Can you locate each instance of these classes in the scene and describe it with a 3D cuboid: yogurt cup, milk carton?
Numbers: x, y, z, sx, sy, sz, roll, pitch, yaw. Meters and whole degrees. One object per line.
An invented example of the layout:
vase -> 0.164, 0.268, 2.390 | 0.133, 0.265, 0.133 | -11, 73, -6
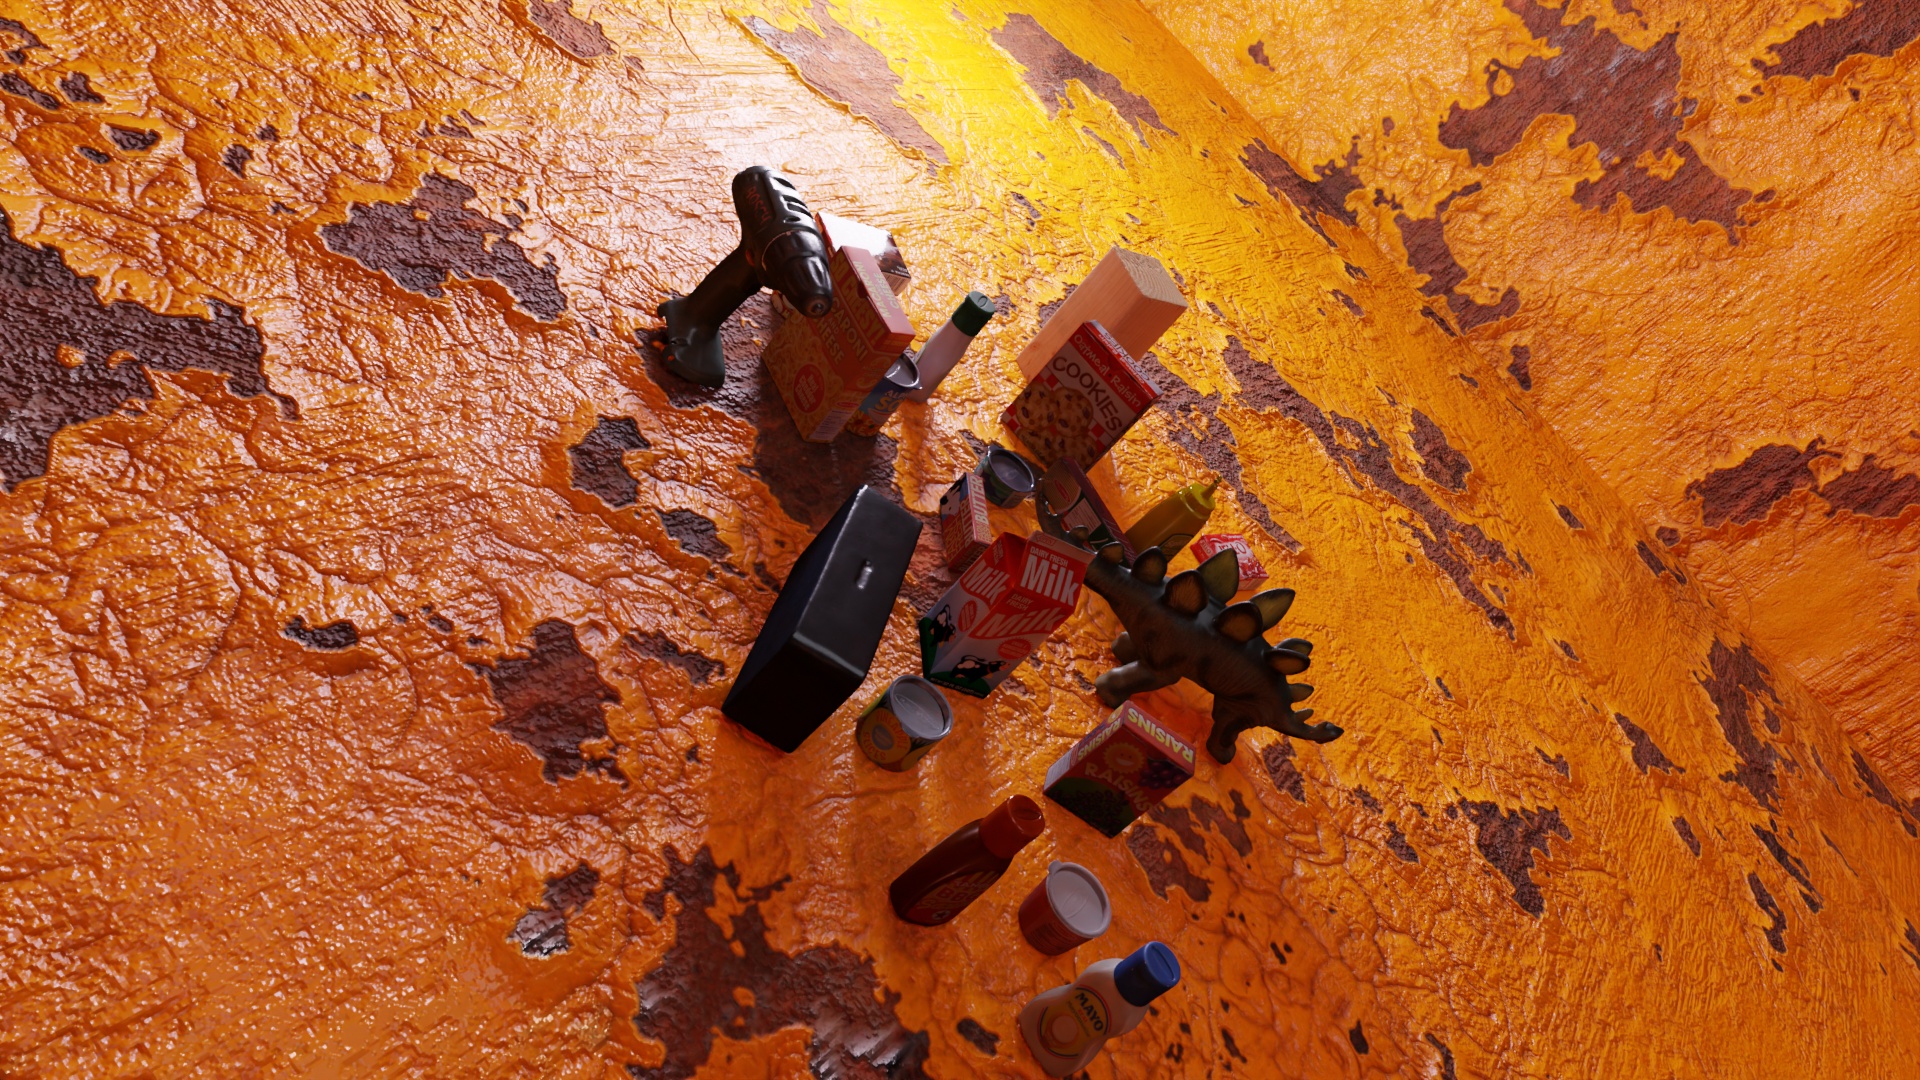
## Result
yogurt cup -> 0.086, 0.316, 1.180 | 0.072, 0.053, 0.073 | 27, 37, -22
milk carton -> 0.042, 0.060, 1.292 | 0.072, 0.189, 0.074 | 22, 39, -28

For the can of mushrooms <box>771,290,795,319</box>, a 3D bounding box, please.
can of mushrooms -> -0.178, -0.272, 1.570 | 0.071, 0.033, 0.071 | 27, 37, -22

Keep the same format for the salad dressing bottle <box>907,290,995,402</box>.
salad dressing bottle -> -0.016, -0.220, 1.574 | 0.044, 0.147, 0.064 | 39, 34, -6

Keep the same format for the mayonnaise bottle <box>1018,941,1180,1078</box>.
mayonnaise bottle -> 0.109, 0.358, 1.074 | 0.041, 0.147, 0.065 | -9, 59, -49

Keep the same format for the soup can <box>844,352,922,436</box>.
soup can -> -0.091, -0.160, 1.491 | 0.071, 0.083, 0.072 | 27, 37, -22

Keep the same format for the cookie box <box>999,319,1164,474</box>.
cookie box -> 0.142, -0.161, 1.651 | 0.123, 0.166, 0.040 | 48, 34, 8

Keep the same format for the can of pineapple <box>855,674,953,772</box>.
can of pineapple -> -0.050, 0.160, 1.209 | 0.071, 0.057, 0.071 | 27, 37, -22

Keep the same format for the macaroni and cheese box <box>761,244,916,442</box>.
macaroni and cheese box -> -0.128, -0.200, 1.423 | 0.040, 0.165, 0.124 | 0, 53, -45

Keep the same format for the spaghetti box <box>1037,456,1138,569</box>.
spaghetti box -> 0.170, 0.015, 1.592 | 0.029, 0.050, 0.251 | -4, 55, -47

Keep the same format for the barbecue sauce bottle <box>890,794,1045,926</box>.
barbecue sauce bottle -> 0.008, 0.251, 1.090 | 0.065, 0.148, 0.044 | 14, 43, -36

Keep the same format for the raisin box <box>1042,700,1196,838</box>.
raisin box -> 0.147, 0.214, 1.290 | 0.086, 0.123, 0.040 | 36, 35, -10

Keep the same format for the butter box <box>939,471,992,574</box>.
butter box -> 0.005, -0.018, 1.461 | 0.024, 0.053, 0.104 | 22, 39, -28

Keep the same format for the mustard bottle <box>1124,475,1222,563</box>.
mustard bottle -> 0.249, -0.021, 1.613 | 0.065, 0.159, 0.049 | 6, 49, -42

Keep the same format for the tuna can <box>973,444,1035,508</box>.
tuna can -> 0.048, -0.072, 1.580 | 0.071, 0.032, 0.071 | 27, 37, -22
